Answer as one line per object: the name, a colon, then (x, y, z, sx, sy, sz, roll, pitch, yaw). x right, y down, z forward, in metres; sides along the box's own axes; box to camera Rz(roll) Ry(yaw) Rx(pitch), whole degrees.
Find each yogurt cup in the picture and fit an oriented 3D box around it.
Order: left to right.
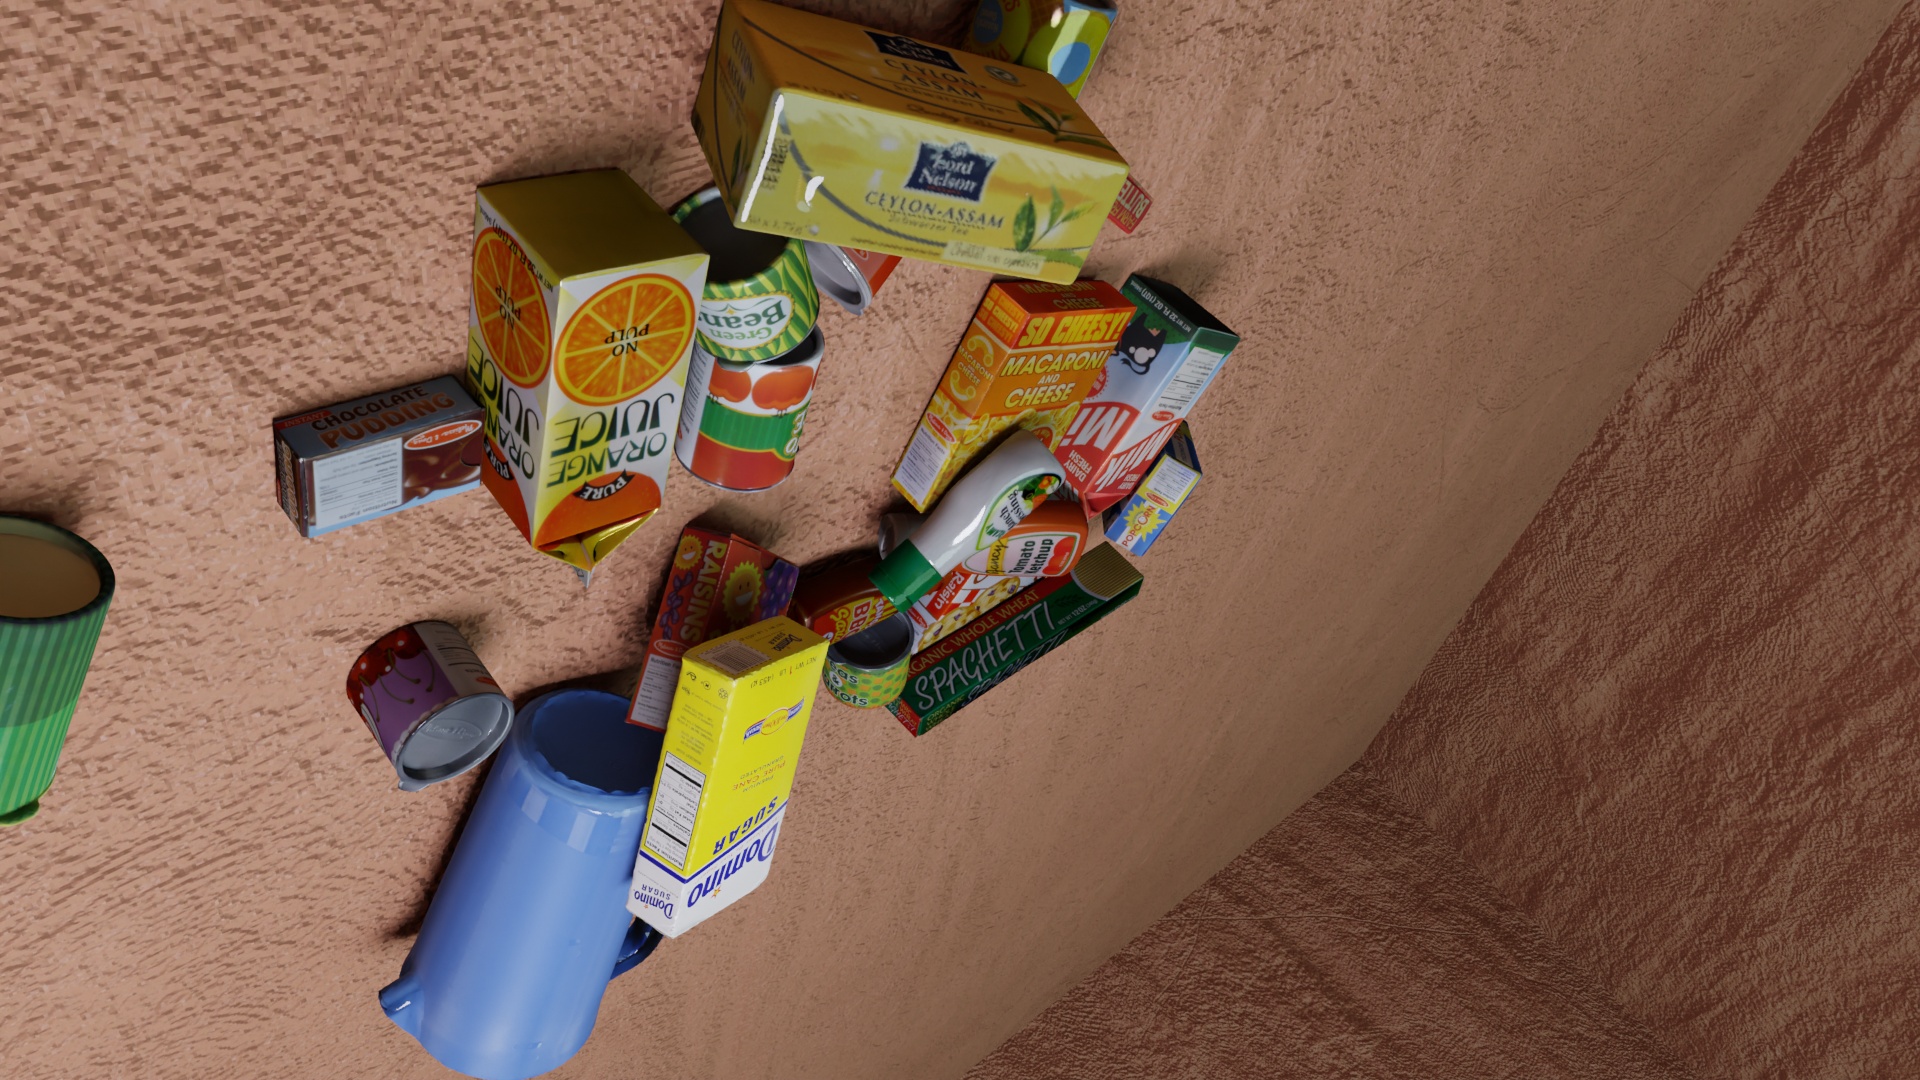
yogurt cup: (-0.055, -0.159, 0.702, 0.054, 0.072, 0.072, -48, 156, -12)

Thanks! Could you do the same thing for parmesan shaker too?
parmesan shaker: (-0.369, 0.050, 0.530, 0.071, 0.071, 0.102, -4, 133, -54)

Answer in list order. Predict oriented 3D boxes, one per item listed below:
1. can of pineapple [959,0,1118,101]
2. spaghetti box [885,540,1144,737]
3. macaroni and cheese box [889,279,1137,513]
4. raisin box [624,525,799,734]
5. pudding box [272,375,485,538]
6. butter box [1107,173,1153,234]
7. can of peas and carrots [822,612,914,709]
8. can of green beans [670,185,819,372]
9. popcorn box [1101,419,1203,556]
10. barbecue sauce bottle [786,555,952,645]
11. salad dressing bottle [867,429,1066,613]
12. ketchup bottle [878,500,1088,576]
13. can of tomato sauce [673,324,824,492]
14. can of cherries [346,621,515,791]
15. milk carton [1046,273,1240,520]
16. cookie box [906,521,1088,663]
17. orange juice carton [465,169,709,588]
can of pineapple: (0.036, -0.253, 0.695, 0.071, 0.071, 0.057, -15, 141, -47)
spaghetti box: (0.045, 0.077, 1.130, 0.251, 0.050, 0.028, -30, 150, -30)
macaroni and cheese box: (0.035, -0.101, 0.954, 0.124, 0.040, 0.165, -13, 141, -48)
raisin box: (-0.150, 0.061, 0.854, 0.086, 0.040, 0.123, 32, 71, -63)
pudding box: (-0.257, -0.037, 0.617, 0.084, 0.030, 0.049, -24, 146, -38)
butter box: (0.054, -0.208, 0.746, 0.024, 0.104, 0.053, -51, 153, 11)
can of peas and carrots: (-0.072, 0.086, 1.042, 0.071, 0.071, 0.058, -30, 152, -29)
can of green beans: (-0.105, -0.128, 0.667, 0.071, 0.071, 0.057, -38, 154, -15)
popcorn box: (0.152, -0.052, 1.129, 0.085, 0.038, 0.127, -56, -169, 22)
barbecue sauce bottle: (-0.070, 0.039, 1.000, 0.149, 0.044, 0.064, -22, 153, -41)
salad dressing bottle: (0.003, -0.012, 0.942, 0.148, 0.044, 0.064, -41, 156, -3)
ketchup bottle: (0.016, -0.002, 1.011, 0.149, 0.044, 0.064, 0, 139, -23)
can of tomato sauce: (-0.110, -0.078, 0.734, 0.071, 0.071, 0.082, -22, 146, -40)
can of cherries: (-0.282, 0.087, 0.734, 0.072, 0.058, 0.071, -36, 154, -20)
milk carton: (0.116, -0.098, 1.044, 0.073, 0.072, 0.189, 0, 129, -55)
cookie box: (0.016, 0.033, 1.128, 0.167, 0.040, 0.123, -54, 154, 21)
orange juice carton: (-0.179, -0.067, 0.641, 0.073, 0.072, 0.191, -22, 146, -39)
